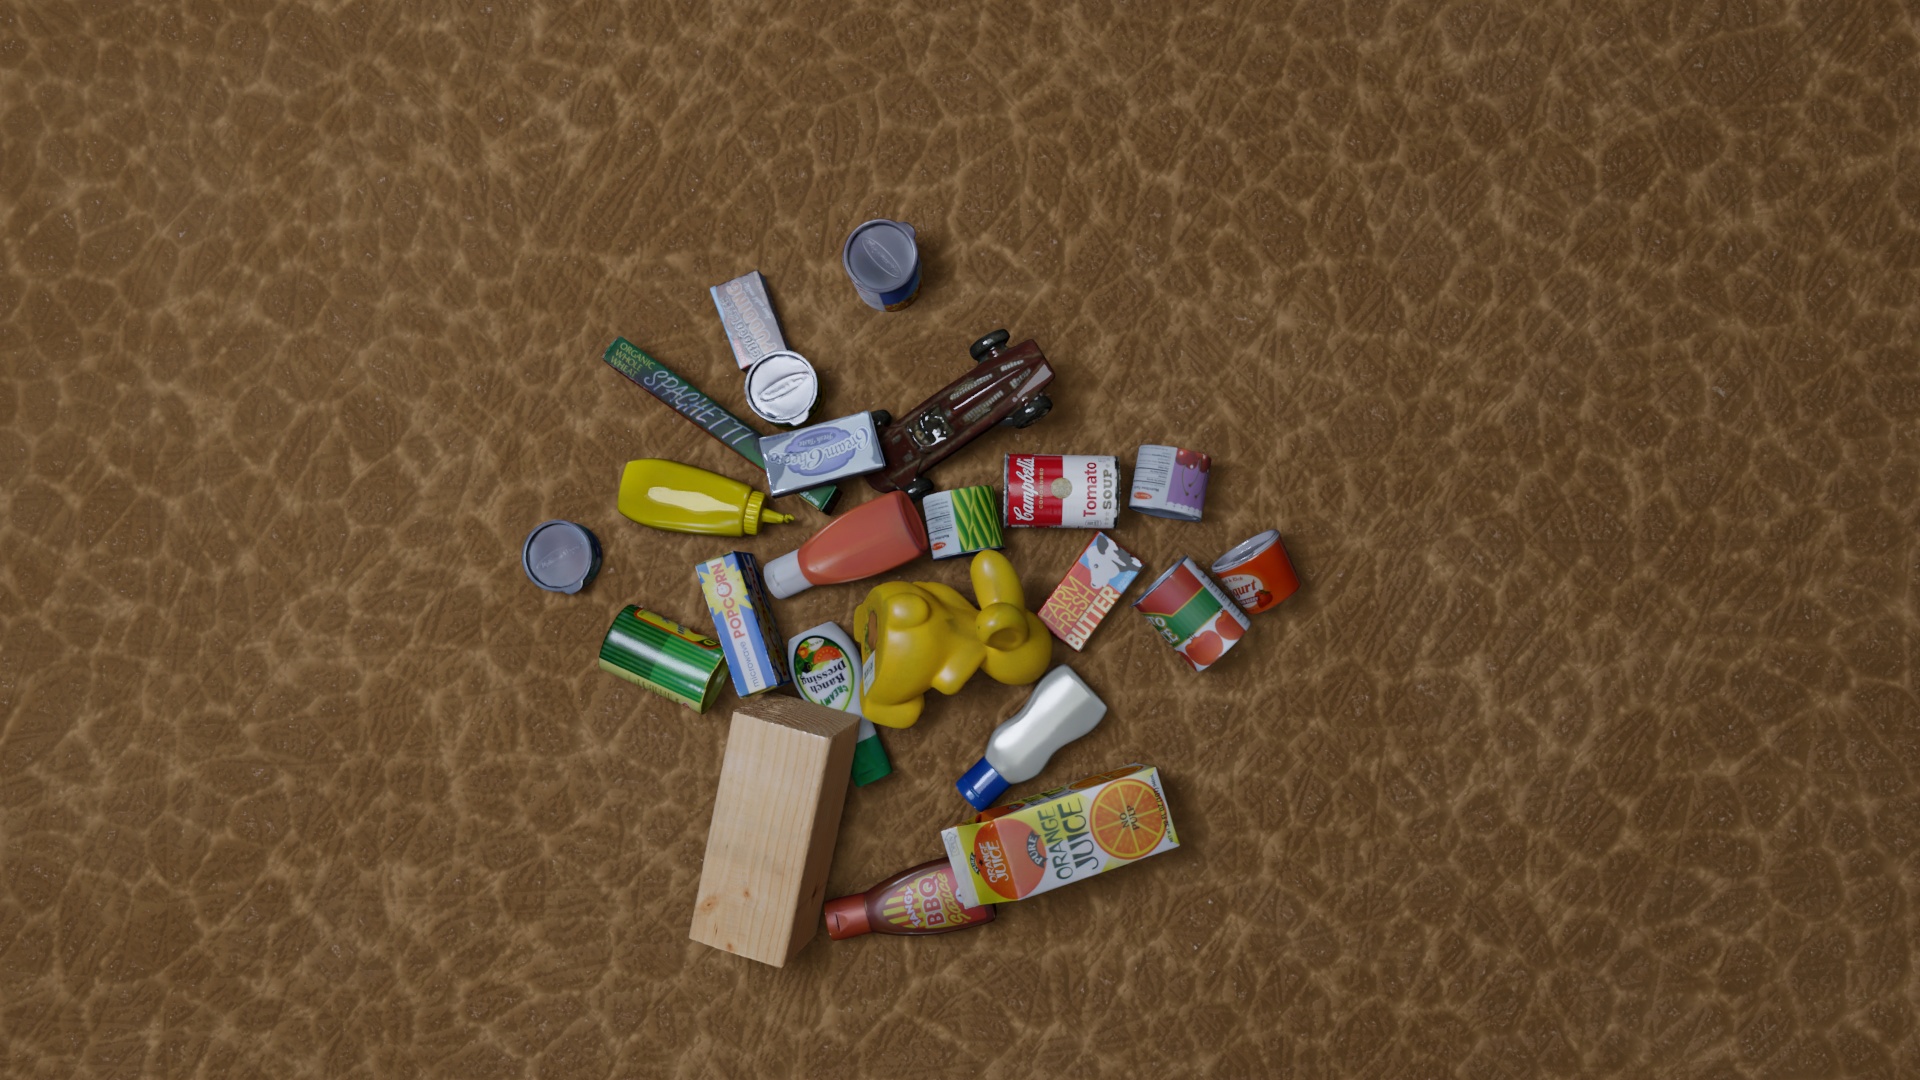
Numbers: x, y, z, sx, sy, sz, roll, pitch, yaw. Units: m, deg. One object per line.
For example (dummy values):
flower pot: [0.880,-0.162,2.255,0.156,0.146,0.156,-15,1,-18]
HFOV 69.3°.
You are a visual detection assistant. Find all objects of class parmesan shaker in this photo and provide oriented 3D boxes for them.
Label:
parmesan shaker: [-0.265,0.106,1.253,0.103,0.071,0.071,24,88,4]

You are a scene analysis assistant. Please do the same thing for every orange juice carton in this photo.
orange juice carton: [0.084,0.257,1.209,0.193,0.073,0.072,-16,86,-9]

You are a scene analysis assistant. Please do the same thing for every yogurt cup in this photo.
yogurt cup: [0.266,0.029,1.236,0.072,0.072,0.054,-32,94,1]

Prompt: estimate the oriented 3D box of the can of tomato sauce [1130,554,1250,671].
can of tomato sauce: [0.204,0.066,1.235,0.071,0.071,0.083,-43,86,0]

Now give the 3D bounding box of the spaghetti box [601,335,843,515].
spaghetti box: [-0.218,-0.105,1.274,0.250,0.050,0.028,35,87,4]

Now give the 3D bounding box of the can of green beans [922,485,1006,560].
can of green beans: [0.003,-0.016,1.250,0.071,0.071,0.058,-10,86,2]

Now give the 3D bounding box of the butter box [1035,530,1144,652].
butter box: [0.116,0.046,1.261,0.053,0.024,0.103,37,89,4]

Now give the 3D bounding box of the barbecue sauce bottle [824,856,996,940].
barbecue sauce bottle: [-0.045,0.324,1.243,0.148,0.043,0.065,-13,86,2]

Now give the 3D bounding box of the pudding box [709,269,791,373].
pudding box: [-0.194,-0.203,1.289,0.050,0.030,0.083,-20,86,2]

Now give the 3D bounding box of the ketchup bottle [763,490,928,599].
ketchup bottle: [-0.106,0.010,1.249,0.148,0.043,0.064,-23,89,17]

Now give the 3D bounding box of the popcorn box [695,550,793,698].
popcorn box: [-0.192,0.075,1.244,0.038,0.085,0.126,-19,86,3]

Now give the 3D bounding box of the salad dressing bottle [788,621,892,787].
salad dressing bottle: [-0.106,0.148,1.256,0.064,0.044,0.147,-25,86,7]

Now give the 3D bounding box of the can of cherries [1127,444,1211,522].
can of cherries: [0.189,-0.051,1.245,0.071,0.071,0.058,10,87,3]

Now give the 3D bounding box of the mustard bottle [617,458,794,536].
mustard bottle: [-0.230,-0.033,1.271,0.160,0.049,0.065,12,88,3]

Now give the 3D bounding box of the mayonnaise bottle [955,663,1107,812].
mayonnaise bottle: [0.060,0.181,1.248,0.148,0.041,0.065,-43,86,1]

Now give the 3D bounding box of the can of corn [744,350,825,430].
can of corn: [-0.158,-0.134,1.269,0.071,0.058,0.071,0,87,3]

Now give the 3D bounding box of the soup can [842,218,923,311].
soup can: [-0.066,-0.249,1.258,0.071,0.084,0.071,0,87,3]

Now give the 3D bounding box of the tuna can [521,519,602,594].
tuna can: [-0.366,0.017,1.283,0.071,0.033,0.071,0,87,3]

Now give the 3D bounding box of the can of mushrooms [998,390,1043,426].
can of mushrooms: [0.043,-0.142,1.272,0.071,0.033,0.071,0,87,4]

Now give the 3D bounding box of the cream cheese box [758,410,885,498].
cream cheese box: [-0.123,-0.076,1.231,0.104,0.024,0.053,-15,83,-3]
